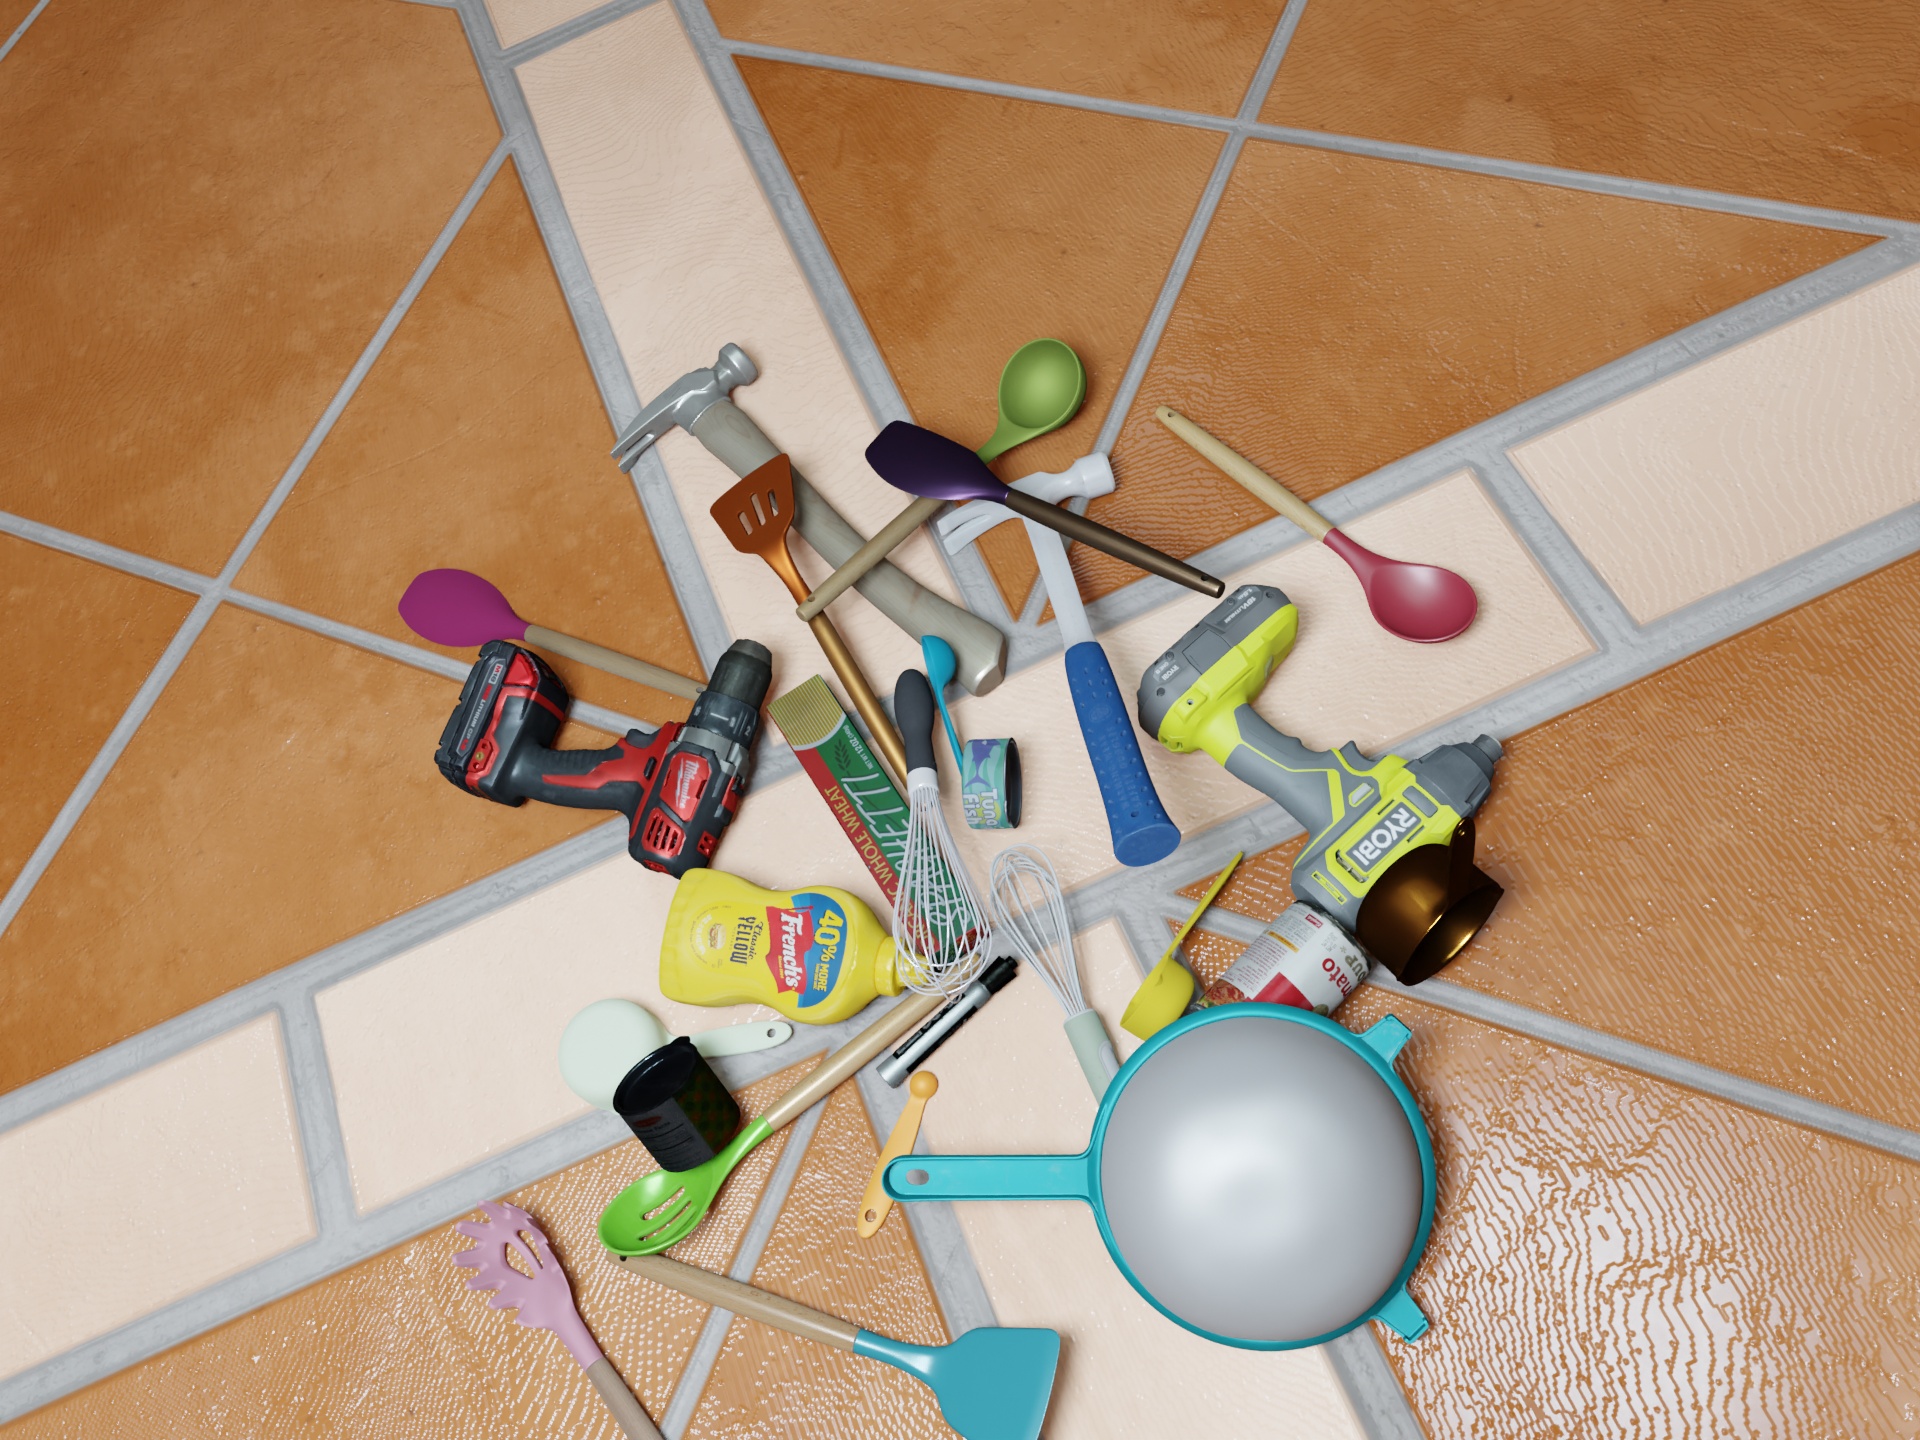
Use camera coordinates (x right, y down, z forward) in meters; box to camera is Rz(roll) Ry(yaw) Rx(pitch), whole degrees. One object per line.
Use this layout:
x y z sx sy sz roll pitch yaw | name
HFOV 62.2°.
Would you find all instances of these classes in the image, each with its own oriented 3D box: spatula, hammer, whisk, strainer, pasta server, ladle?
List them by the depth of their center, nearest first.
0.114 0.280 0.949 0.340 0.095 0.211 -3 86 8 | strainer
-0.091 0.384 1.012 0.317 0.044 0.082 12 70 18 | spatula
-0.223 0.436 1.018 0.060 0.040 0.316 -46 65 2 | pasta server
0.078 0.193 1.071 0.059 0.057 0.247 -40 62 31 | whisk
-0.023 0.071 1.115 0.070 0.070 0.285 -13 49 6 | whisk
0.079 -0.053 1.127 0.144 0.035 0.406 -18 42 5 | hammer
0.056 -0.154 1.178 0.316 0.018 0.060 27 67 27 | spatula
0.261 -0.155 1.213 0.069 0.031 0.316 -40 61 -12 | ladle
-0.101 -0.067 1.225 0.081 0.041 0.323 -34 74 11 | spatula
-0.016 -0.189 1.244 0.078 0.062 0.320 31 64 33 | ladle
-0.118 -0.150 1.286 0.146 0.038 0.411 -42 64 -8 | hammer

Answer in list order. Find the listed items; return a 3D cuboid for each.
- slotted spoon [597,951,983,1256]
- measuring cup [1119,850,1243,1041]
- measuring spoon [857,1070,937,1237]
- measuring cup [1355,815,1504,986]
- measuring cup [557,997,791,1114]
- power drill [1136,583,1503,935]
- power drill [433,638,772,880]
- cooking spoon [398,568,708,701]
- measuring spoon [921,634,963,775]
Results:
-0.109 0.259 1.085 0.314 0.031 0.070 -37 35 -10 | slotted spoon
0.160 0.152 1.076 0.029 0.062 0.156 37 64 5 | measuring cup
-0.044 0.289 1.066 0.021 0.011 0.117 16 68 19 | measuring spoon
0.288 0.095 0.984 0.095 0.173 0.052 -35 54 -15 | measuring cup
-0.203 0.226 1.115 0.167 0.038 0.083 -10 62 9 | measuring cup
0.247 0.016 1.106 0.171 0.080 0.223 -41 67 -8 | power drill
-0.262 0.005 1.210 0.227 0.080 0.188 16 76 16 | power drill
-0.331 -0.065 1.298 0.319 0.017 0.069 19 69 20 | cooking spoon
-0.002 -0.004 1.177 0.021 0.042 0.129 -16 85 -8 | measuring spoon
